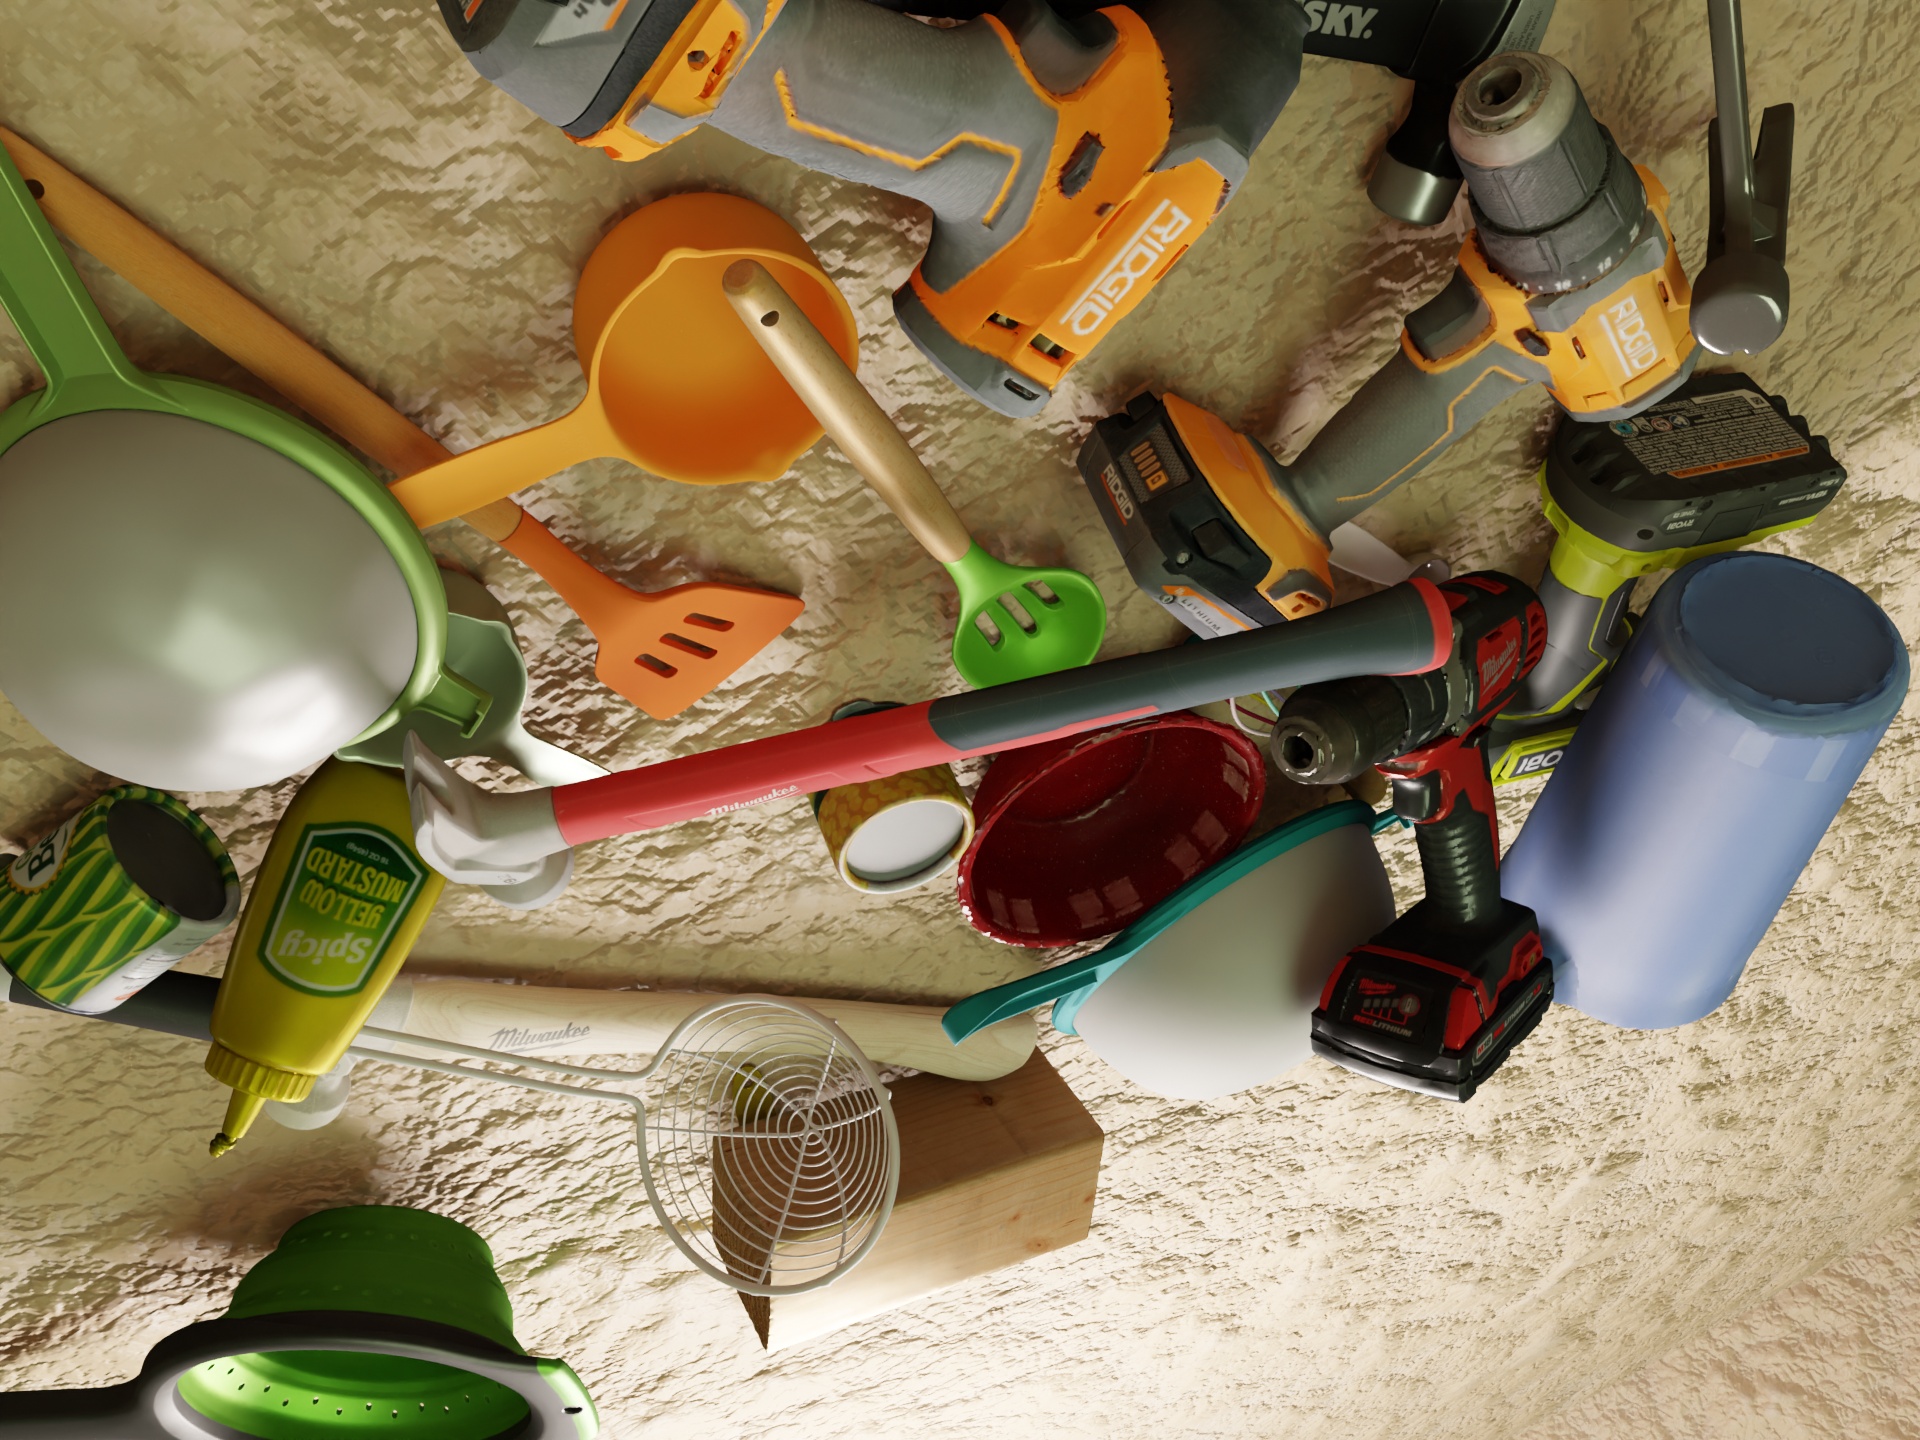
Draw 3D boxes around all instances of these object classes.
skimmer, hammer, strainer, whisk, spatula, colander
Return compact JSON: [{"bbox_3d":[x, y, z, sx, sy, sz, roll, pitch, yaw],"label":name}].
[{"bbox_3d":[-0.205,0.148,0.647,0.363,0.090,0.127,15,95,-16],"label":"skimmer"},{"bbox_3d":[-0.121,0.148,0.809,0.410,0.038,0.146,10,126,-36],"label":"hammer"},{"bbox_3d":[0.121,0.146,0.809,0.340,0.095,0.211,-7,146,-52],"label":"strainer"},{"bbox_3d":[-0.248,-0.064,0.454,0.151,0.069,0.256,-3,134,7],"label":"strainer"},{"bbox_3d":[-0.001,-0.002,0.585,0.386,0.038,0.143,-13,164,-6],"label":"hammer"},{"bbox_3d":[0.173,0.001,0.793,0.047,0.051,0.244,-26,152,18],"label":"whisk"},{"bbox_3d":[0.229,-0.297,0.487,0.037,0.149,0.358,-2,138,30],"label":"hammer"},{"bbox_3d":[-0.174,-0.085,0.542,0.081,0.041,0.322,-38,135,12],"label":"spatula"},{"bbox_3d":[0.048,-0.234,0.491,0.334,0.035,0.146,-5,136,-24],"label":"hammer"},{"bbox_3d":[-0.386,0.319,0.822,0.397,0.095,0.204,-2,138,-1],"label":"colander"}]

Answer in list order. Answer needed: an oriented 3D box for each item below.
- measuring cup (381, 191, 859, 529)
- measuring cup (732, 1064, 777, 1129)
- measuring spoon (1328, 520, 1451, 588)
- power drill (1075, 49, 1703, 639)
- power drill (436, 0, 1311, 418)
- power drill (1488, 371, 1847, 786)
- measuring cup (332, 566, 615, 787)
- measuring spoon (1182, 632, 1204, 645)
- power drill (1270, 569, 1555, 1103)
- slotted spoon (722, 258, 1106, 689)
[{"bbox_3d":[-0.121,-0.111,0.520,0.173,0.052,0.095,-23,140,-1],"label":"measuring cup"},{"bbox_3d":[-0.117,0.248,0.933,0.062,0.029,0.156,-18,128,-16],"label":"measuring cup"},{"bbox_3d":[0.188,-0.079,0.743,0.124,0.018,0.034,18,114,-42],"label":"measuring spoon"},{"bbox_3d":[0.156,-0.129,0.595,0.226,0.084,0.185,-34,147,20],"label":"power drill"},{"bbox_3d":[-0.003,-0.188,0.427,0.226,0.084,0.164,19,124,-46],"label":"power drill"},{"bbox_3d":[0.337,-0.060,0.806,0.171,0.080,0.223,-12,142,-16],"label":"power drill"},{"bbox_3d":[-0.177,-0.004,0.615,0.083,0.038,0.167,-37,141,11],"label":"measuring cup"},{"bbox_3d":[0.142,-0.064,0.743,0.042,0.021,0.128,18,114,-49],"label":"measuring spoon"},{"bbox_3d":[0.206,0.057,0.727,0.188,0.080,0.226,-26,117,-43],"label":"power drill"},{"bbox_3d":[-0.010,-0.077,0.583,0.070,0.031,0.313,-33,154,7],"label":"slotted spoon"}]
